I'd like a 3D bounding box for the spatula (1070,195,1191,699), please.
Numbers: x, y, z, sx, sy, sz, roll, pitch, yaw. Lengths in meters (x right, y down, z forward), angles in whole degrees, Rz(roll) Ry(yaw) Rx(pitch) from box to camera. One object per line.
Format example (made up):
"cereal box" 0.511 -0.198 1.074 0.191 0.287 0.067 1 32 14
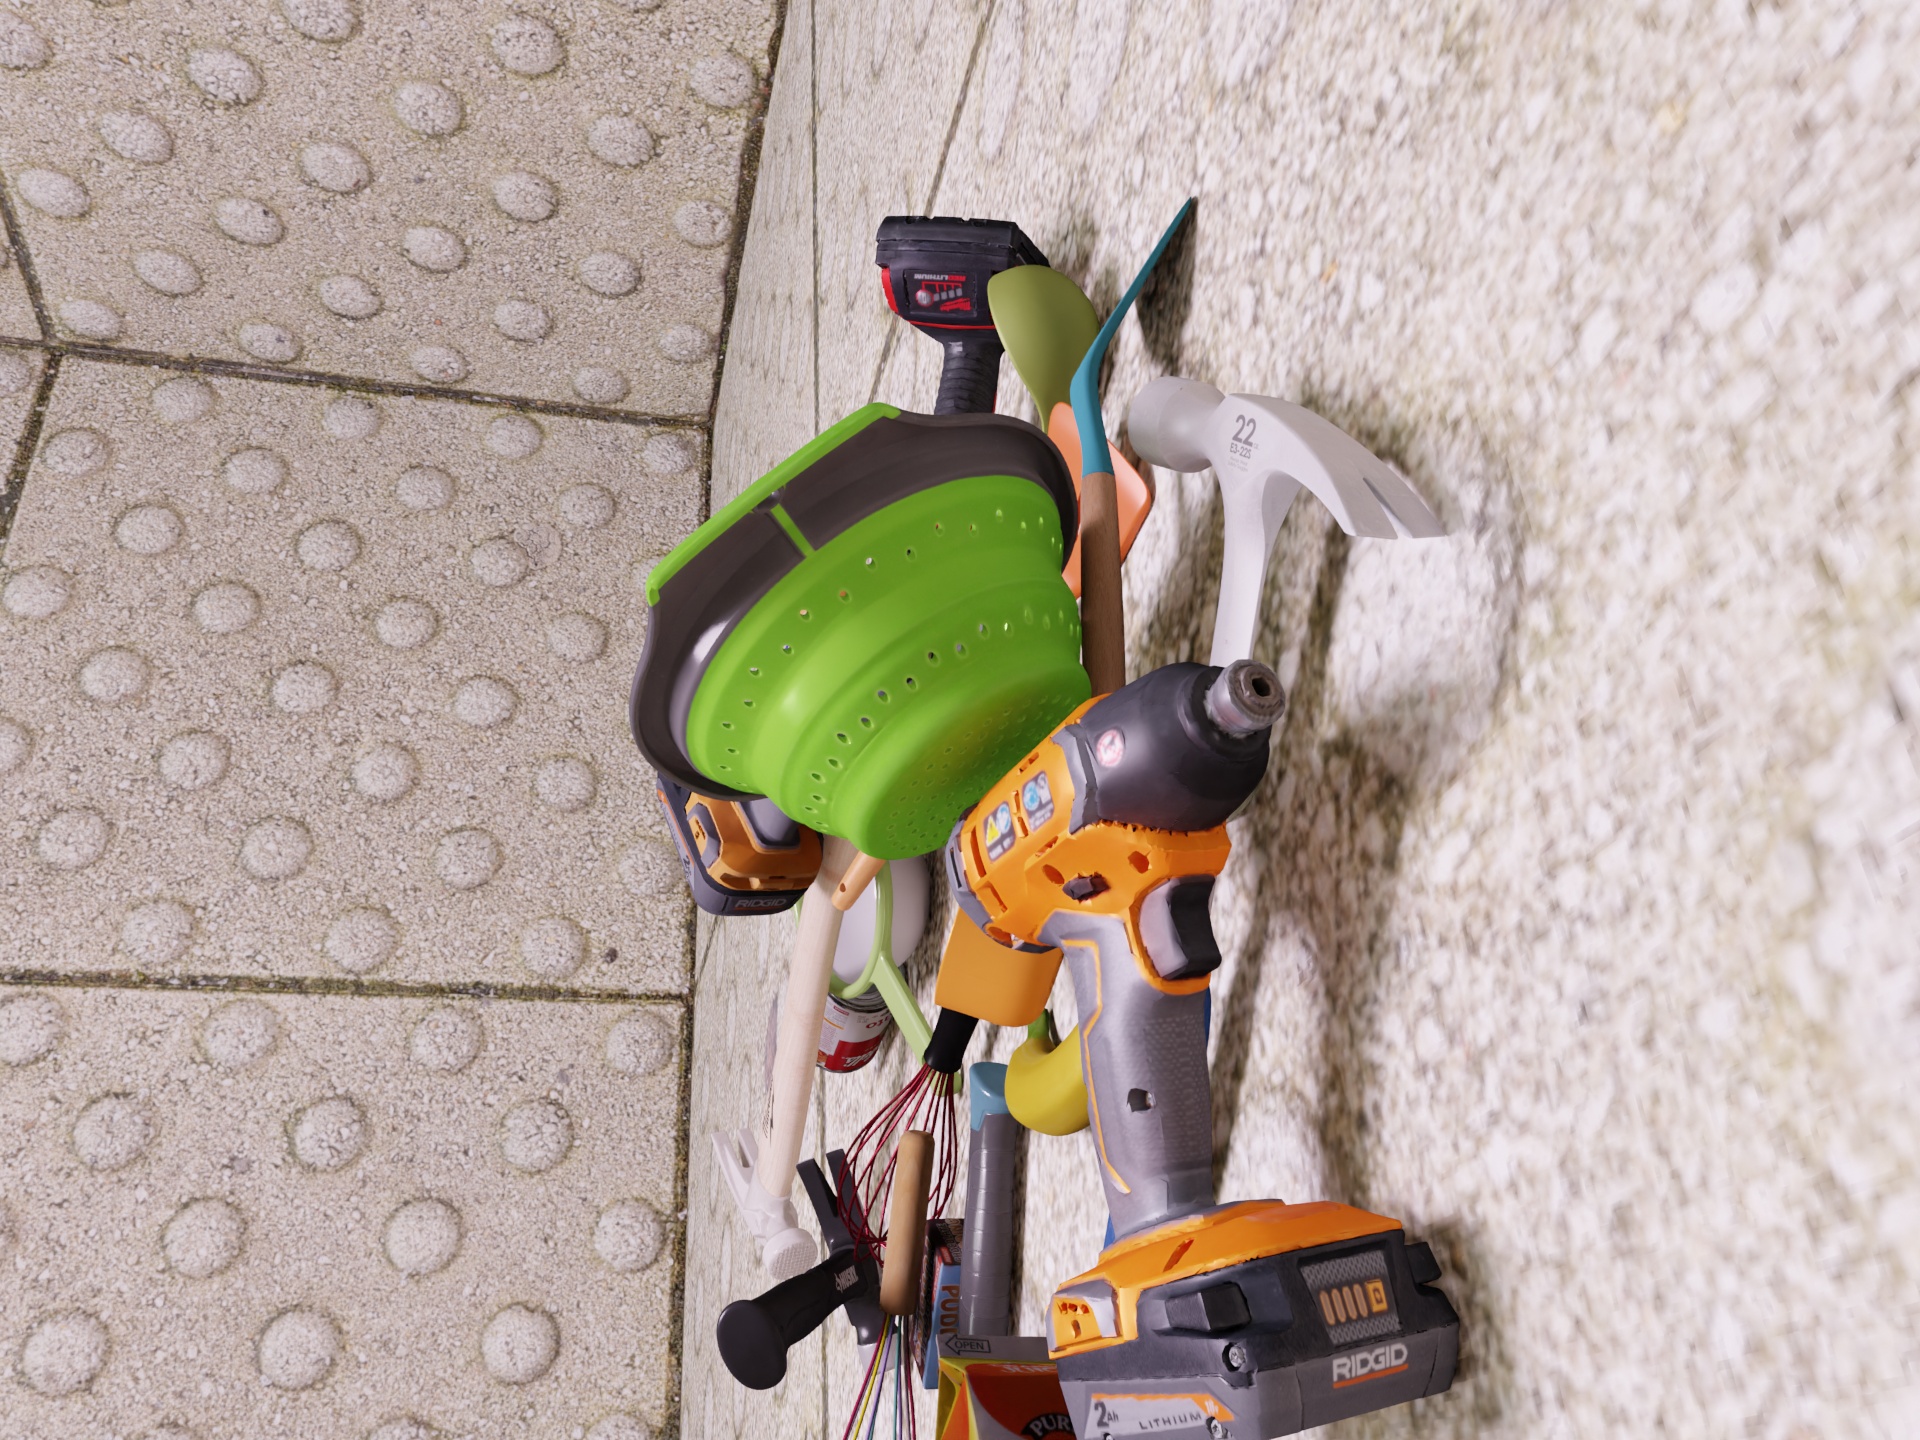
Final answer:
"spatula" 0.072 -0.081 0.692 0.082 0.044 0.318 131 143 -64

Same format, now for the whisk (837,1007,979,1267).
"whisk" -0.016 0.215 0.945 0.073 0.073 0.295 -107 31 -57

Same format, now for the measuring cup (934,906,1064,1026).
"measuring cup" 0.038 0.086 0.796 0.174 0.052 0.095 -53 -21 -61

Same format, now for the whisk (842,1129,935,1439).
"whisk" -0.041 0.357 0.900 0.051 0.047 0.245 164 113 -80

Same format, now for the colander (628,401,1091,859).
"colander" 0.002 0.012 0.695 0.095 0.204 0.396 52 180 22

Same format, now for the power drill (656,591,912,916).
"power drill" -0.111 -0.010 0.987 0.226 0.084 0.186 -55 48 35

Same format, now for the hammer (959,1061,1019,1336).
"hammer" 0.011 0.351 0.844 0.128 0.033 0.331 163 112 -74

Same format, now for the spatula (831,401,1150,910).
"spatula" 0.004 -0.014 0.839 0.081 0.041 0.322 52 123 32

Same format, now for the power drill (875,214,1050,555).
"power drill" -0.007 -0.163 0.898 0.143 0.078 0.219 -11 -73 -75

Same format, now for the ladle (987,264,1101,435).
"ladle" 0.019 -0.082 0.861 0.078 0.062 0.320 -33 -43 -65

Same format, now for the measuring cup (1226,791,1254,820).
"measuring cup" 0.075 0.040 0.666 0.167 0.038 0.083 134 139 -71

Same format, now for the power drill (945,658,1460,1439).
"power drill" 0.070 0.098 0.493 0.164 0.084 0.227 -47 50 53

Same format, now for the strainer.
"strainer" -0.039 0.150 1.085 0.257 0.069 0.151 56 138 41

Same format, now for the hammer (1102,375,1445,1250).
"hammer" 0.086 0.086 0.586 0.144 0.035 0.405 -144 56 -59

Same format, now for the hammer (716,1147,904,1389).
"hammer" -0.088 0.334 0.937 0.334 0.035 0.146 63 -173 -76

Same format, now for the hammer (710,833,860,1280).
"hammer" -0.110 0.184 1.106 0.146 0.038 0.410 46 130 52
